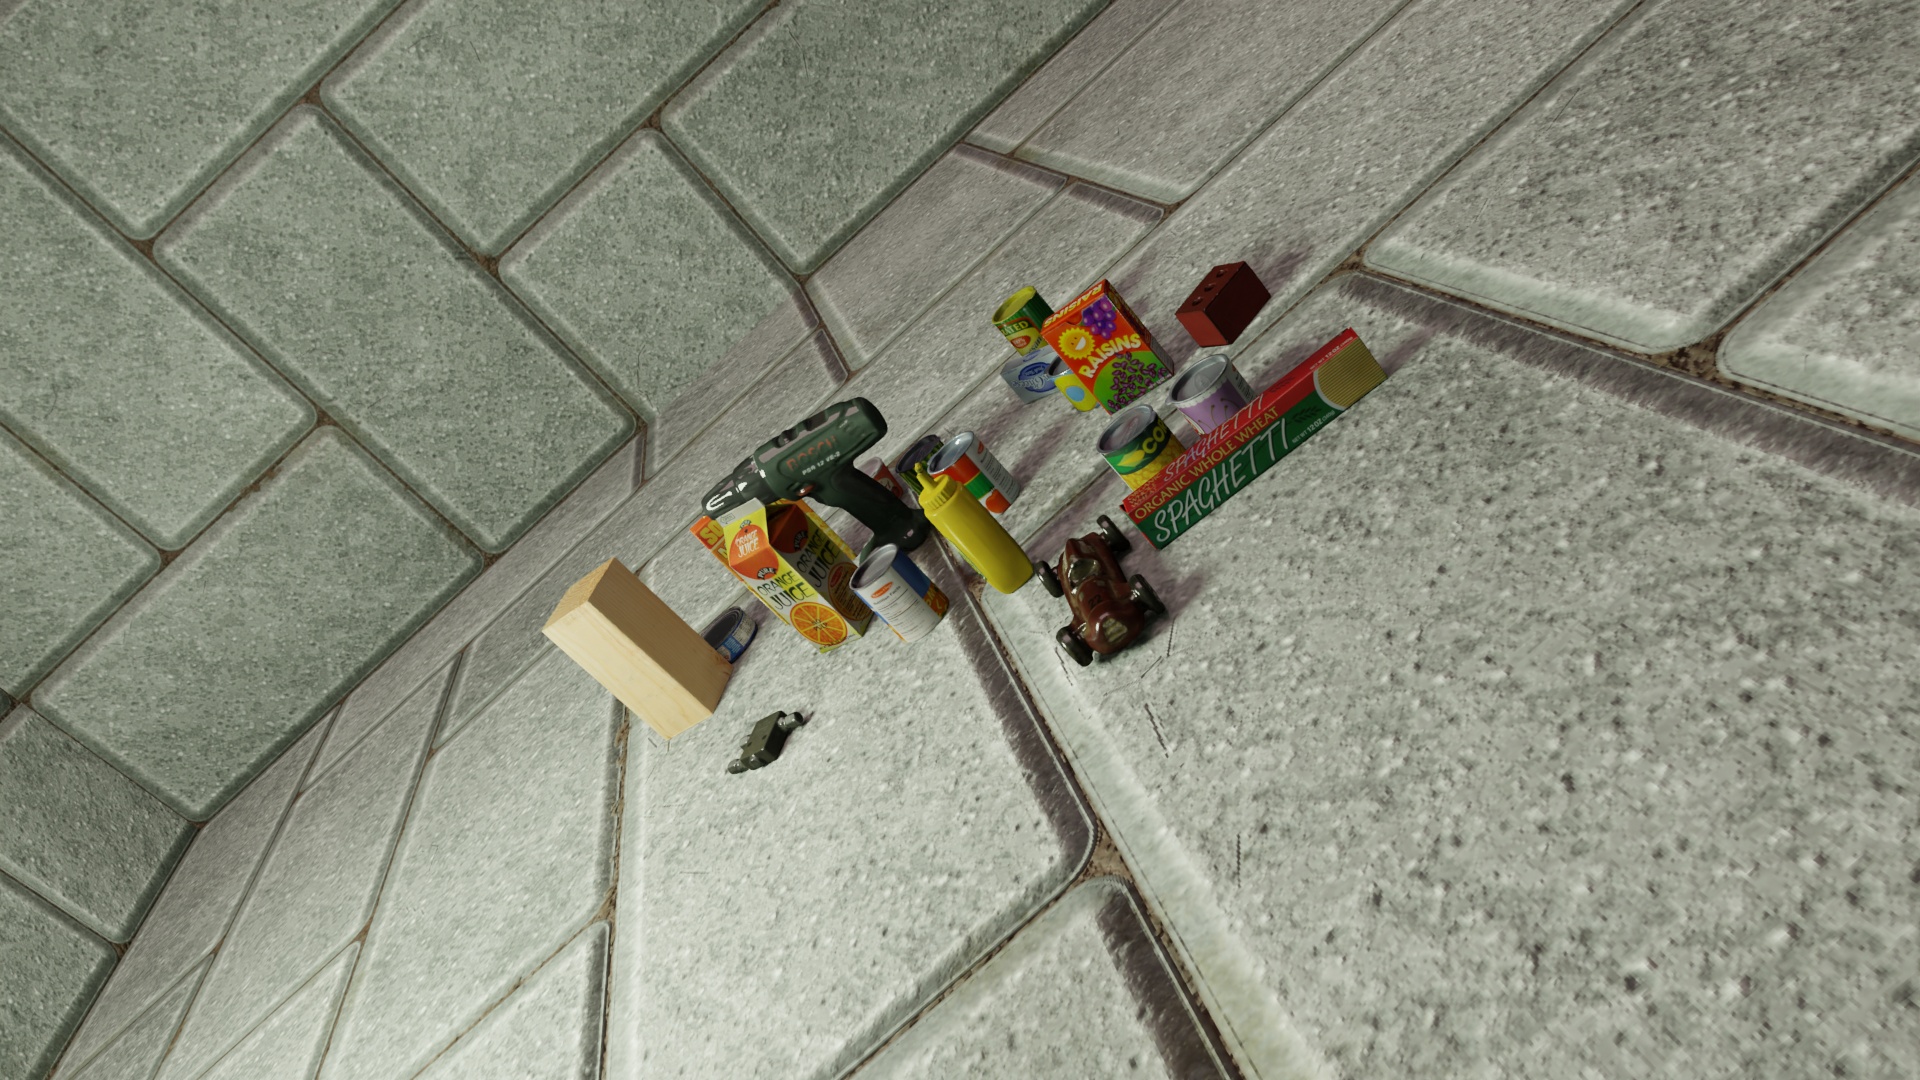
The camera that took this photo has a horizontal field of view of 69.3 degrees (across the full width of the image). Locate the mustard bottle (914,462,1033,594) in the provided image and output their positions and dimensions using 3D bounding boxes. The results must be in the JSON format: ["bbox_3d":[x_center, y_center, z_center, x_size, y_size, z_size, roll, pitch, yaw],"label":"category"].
[{"bbox_3d":[0.005,-0.017,1.346,0.049,0.160,0.065,-43,22,1],"label":"mustard bottle"}]

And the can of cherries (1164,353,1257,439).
[{"bbox_3d":[0.236,-0.130,1.297,0.071,0.058,0.072,-36,23,18],"label":"can of cherries"}]

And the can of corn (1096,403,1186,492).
[{"bbox_3d":[0.175,-0.087,1.323,0.071,0.058,0.071,-36,23,18],"label":"can of corn"}]

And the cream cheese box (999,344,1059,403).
[{"bbox_3d":[0.101,-0.202,1.664,0.103,0.053,0.024,-17,33,47],"label":"cream cheese box"}]

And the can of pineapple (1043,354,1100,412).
[{"bbox_3d":[0.139,-0.187,1.566,0.071,0.057,0.071,-36,23,18],"label":"can of pineapple"}]

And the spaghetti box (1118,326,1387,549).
[{"bbox_3d":[0.251,-0.085,1.201,0.249,0.050,0.029,-38,22,12],"label":"spaghetti box"}]

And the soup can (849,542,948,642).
[{"bbox_3d":[-0.063,0.053,1.436,0.071,0.083,0.072,-36,23,18],"label":"soup can"}]

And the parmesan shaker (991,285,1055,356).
[{"bbox_3d":[0.097,-0.251,1.695,0.071,0.103,0.071,-36,23,18],"label":"parmesan shaker"}]

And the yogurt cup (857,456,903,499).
[{"bbox_3d":[-0.110,-0.065,1.772,0.072,0.054,0.073,-36,23,18],"label":"yogurt cup"}]

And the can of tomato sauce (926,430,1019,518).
[{"bbox_3d":[0.013,-0.068,1.528,0.071,0.083,0.071,-36,23,18],"label":"can of tomato sauce"}]

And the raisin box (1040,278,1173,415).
[{"bbox_3d":[0.157,-0.205,1.481,0.086,0.123,0.040,-31,25,28],"label":"raisin box"}]

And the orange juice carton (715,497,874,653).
[{"bbox_3d":[-0.182,0.030,1.535,0.071,0.192,0.073,-25,28,39],"label":"orange juice carton"}]

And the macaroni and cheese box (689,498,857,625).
[{"bbox_3d":[-0.228,0.003,1.698,0.124,0.166,0.040,-46,22,-7],"label":"macaroni and cheese box"}]

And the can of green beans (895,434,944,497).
[{"bbox_3d":[-0.035,-0.085,1.677,0.071,0.057,0.071,-36,23,18],"label":"can of green beans"}]
